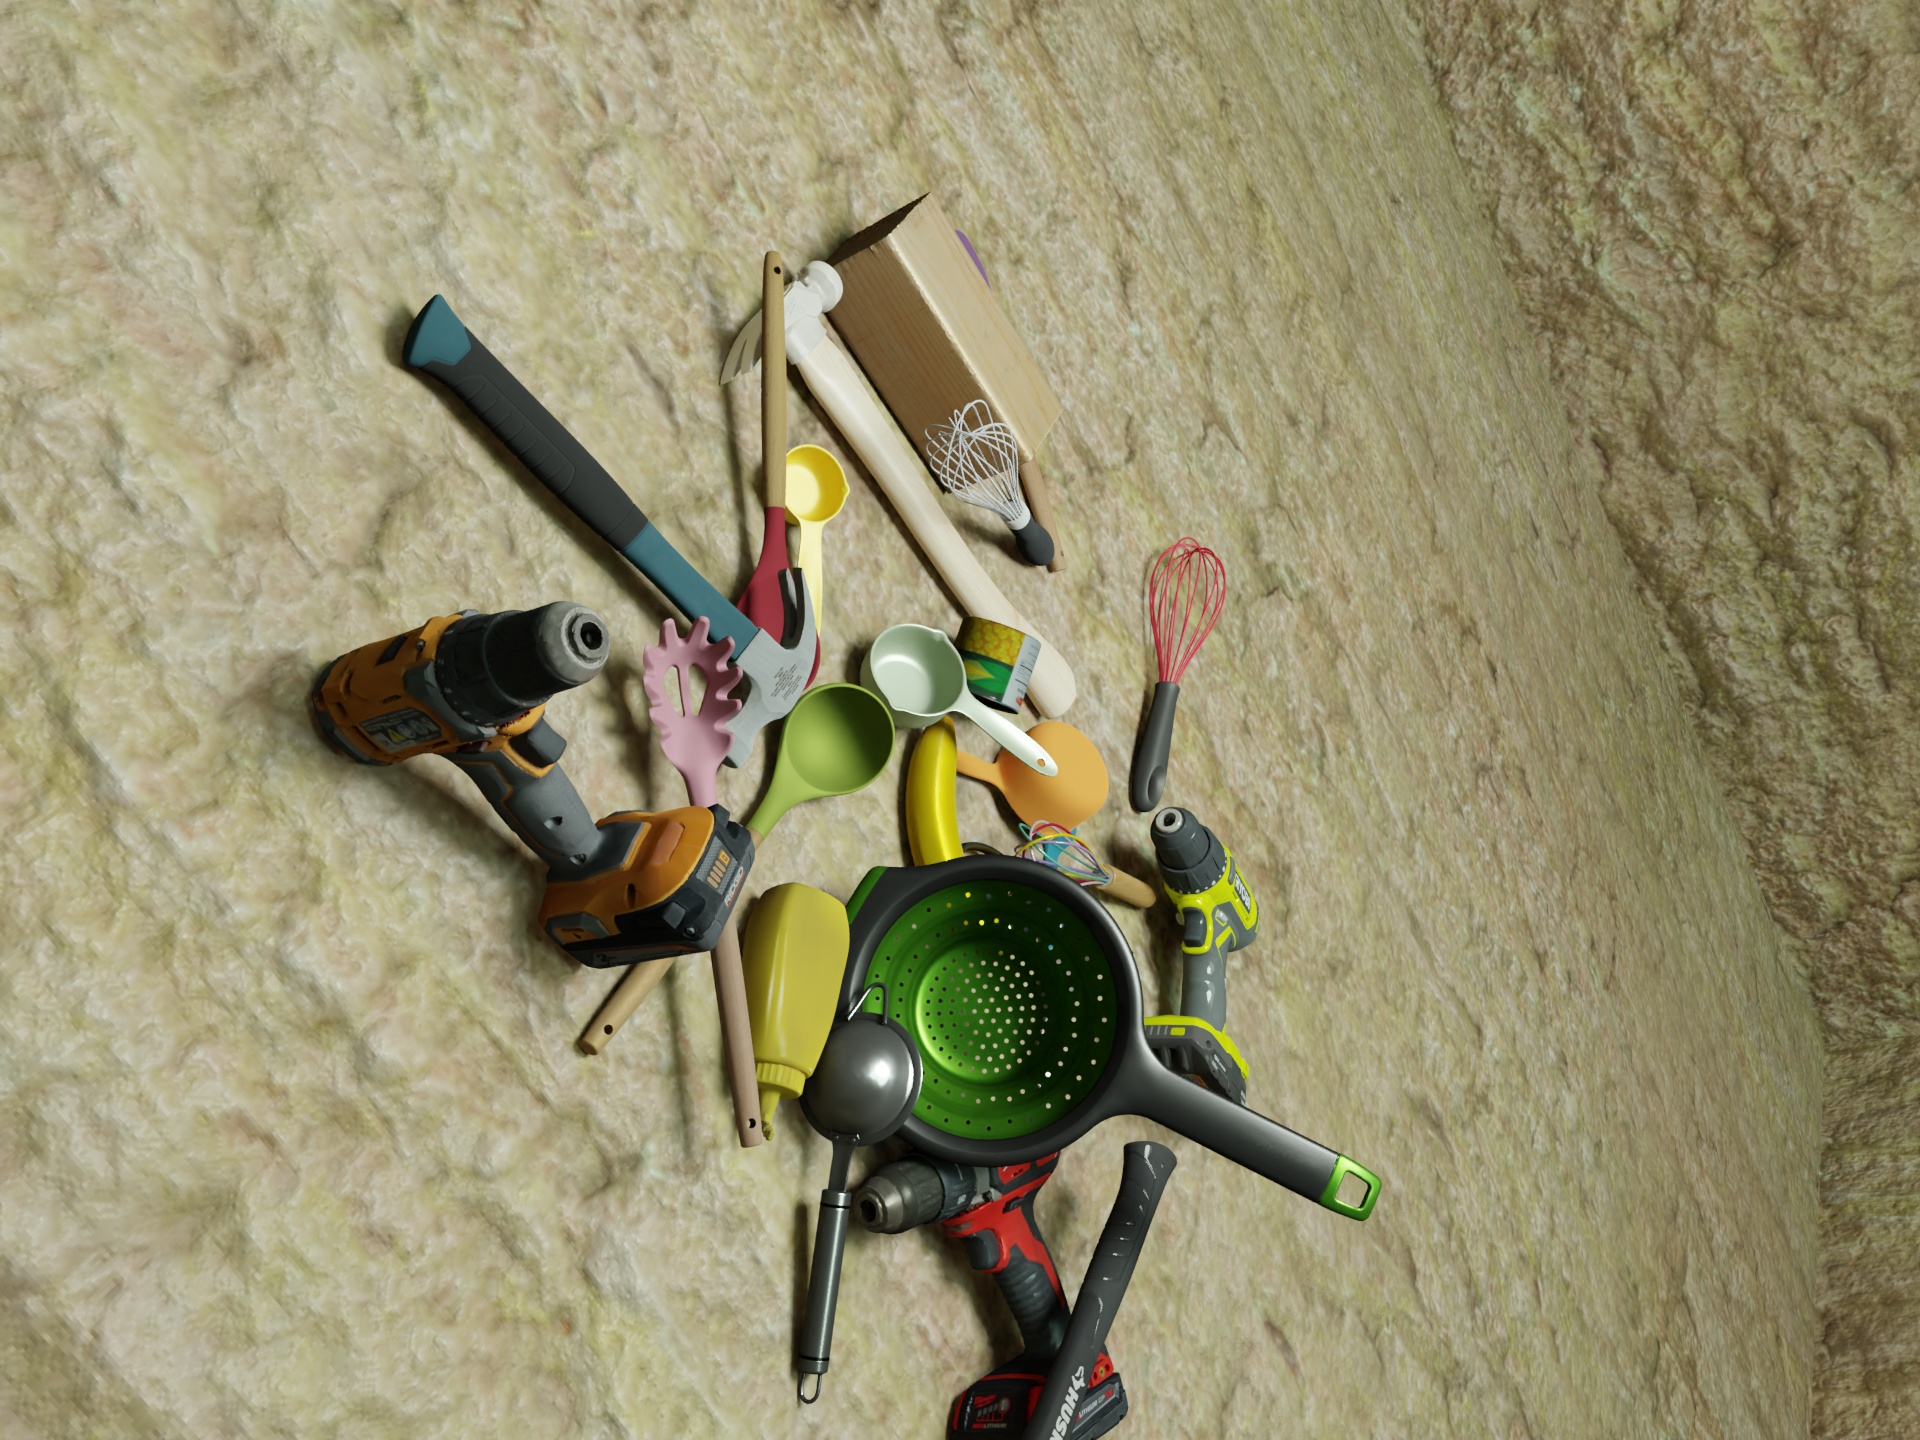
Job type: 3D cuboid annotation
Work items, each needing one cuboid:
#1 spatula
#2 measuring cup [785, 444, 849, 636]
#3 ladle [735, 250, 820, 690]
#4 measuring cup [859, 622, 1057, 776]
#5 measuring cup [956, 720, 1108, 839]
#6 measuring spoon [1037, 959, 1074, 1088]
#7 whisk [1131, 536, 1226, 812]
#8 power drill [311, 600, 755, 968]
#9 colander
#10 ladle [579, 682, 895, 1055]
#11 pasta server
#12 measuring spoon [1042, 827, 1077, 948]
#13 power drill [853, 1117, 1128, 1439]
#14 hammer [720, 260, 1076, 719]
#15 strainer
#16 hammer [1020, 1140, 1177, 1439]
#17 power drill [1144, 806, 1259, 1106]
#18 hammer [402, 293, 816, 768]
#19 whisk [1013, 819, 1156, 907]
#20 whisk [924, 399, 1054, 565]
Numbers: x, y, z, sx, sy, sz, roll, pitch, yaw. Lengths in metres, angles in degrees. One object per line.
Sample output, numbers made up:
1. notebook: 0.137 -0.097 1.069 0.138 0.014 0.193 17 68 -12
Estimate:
1. spatula: 0.042 -0.283 1.403 0.059 0.018 0.316 -17 90 -54
2. measuring cup: -0.114 -0.119 1.141 0.062 0.029 0.156 4 86 -35
3. ladle: -0.129 -0.172 1.100 0.069 0.031 0.315 4 82 -39
4. measuring cup: -0.002 -0.004 1.180 0.167 0.038 0.083 36 54 -8
5. measuring cup: 0.048 0.032 1.251 0.173 0.052 0.095 21 45 -40
6. measuring spoon: 0.066 0.243 1.243 0.034 0.018 0.124 31 60 -29
7. whisk: 0.197 -0.047 1.485 0.073 0.073 0.296 38 56 -38
8. power drill: -0.204 0.030 0.837 0.226 0.185 0.084 51 41 -31
9. colander: 0.092 0.234 1.086 0.397 0.094 0.204 26 79 5
10. ladle: -0.137 0.087 1.005 0.078 0.062 0.320 51 44 -17
11. pasta server: -0.146 0.095 0.953 0.060 0.040 0.316 -6 78 -20
12. measuring spoon: 0.080 0.124 1.294 0.042 0.021 0.129 33 51 -41
13. power drill: 0.018 0.384 1.075 0.187 0.080 0.227 -4 77 -53
14. hammer: -0.031 -0.153 1.247 0.410 0.038 0.146 53 43 -25
15. strainer: -0.077 0.291 0.996 0.050 0.087 0.258 35 59 -65
16. hammer: 0.087 0.412 1.058 0.146 0.035 0.335 54 38 -15
17. power drill: 0.196 0.202 1.343 0.190 0.080 0.229 55 38 -47
18. hammer: -0.213 -0.123 0.985 0.330 0.033 0.128 47 66 -26
19. whisk: 0.104 0.124 1.290 0.047 0.051 0.244 -58 148 1
20. whisk: 0.036 -0.176 1.261 0.284 0.070 0.070 39 44 -69
